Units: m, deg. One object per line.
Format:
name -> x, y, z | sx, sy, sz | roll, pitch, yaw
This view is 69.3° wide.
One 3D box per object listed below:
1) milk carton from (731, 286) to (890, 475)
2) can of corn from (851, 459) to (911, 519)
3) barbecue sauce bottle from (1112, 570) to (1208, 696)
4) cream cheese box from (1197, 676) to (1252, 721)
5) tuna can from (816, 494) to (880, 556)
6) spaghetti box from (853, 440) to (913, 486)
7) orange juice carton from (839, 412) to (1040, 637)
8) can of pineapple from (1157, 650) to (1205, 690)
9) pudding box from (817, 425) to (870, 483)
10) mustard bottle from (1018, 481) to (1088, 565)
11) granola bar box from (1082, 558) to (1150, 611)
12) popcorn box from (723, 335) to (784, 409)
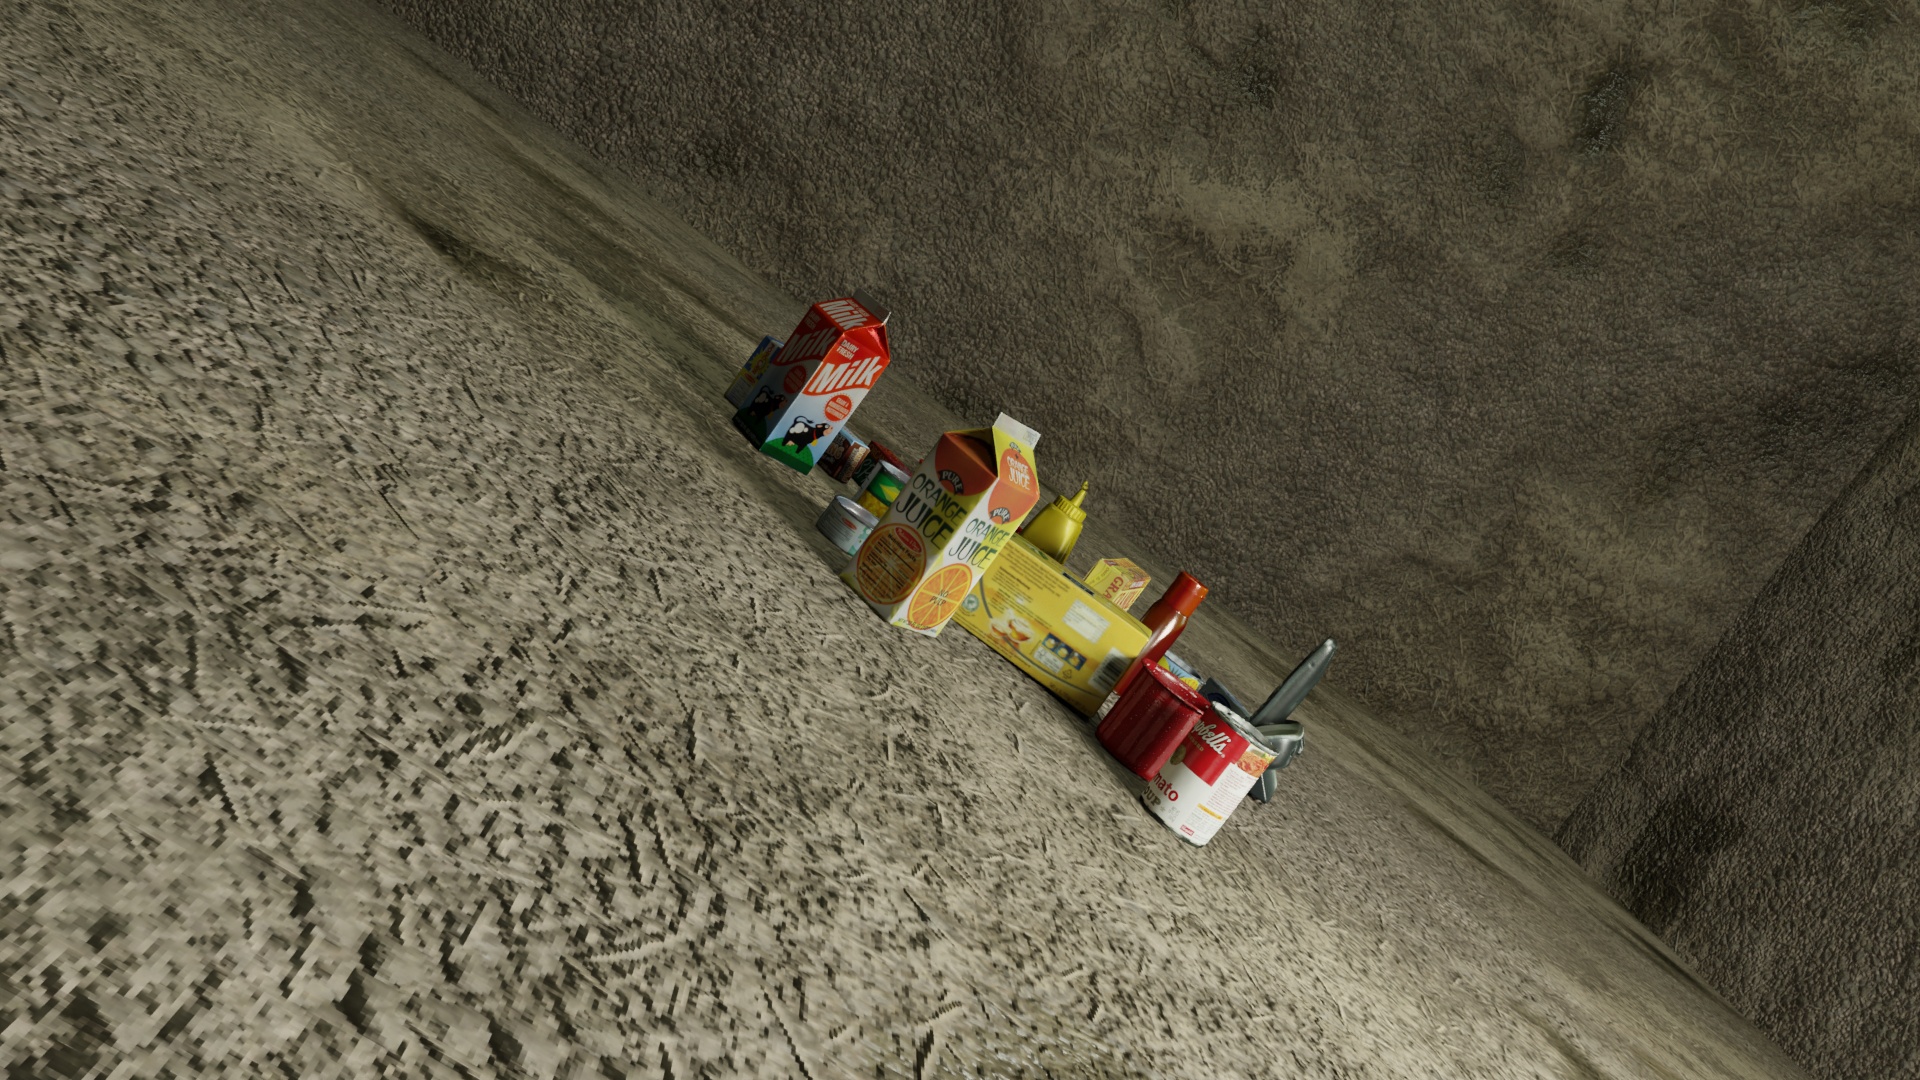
milk carton -> -0.143, -0.171, 1.431 | 0.073, 0.190, 0.072 | 28, 11, -46
can of corn -> -0.073, -0.041, 1.455 | 0.071, 0.058, 0.071 | 36, 8, -6
barbecue sauce bottle -> 0.210, 0.102, 1.504 | 0.044, 0.148, 0.065 | 40, 8, 22
cream cheese box -> 0.307, 0.208, 1.638 | 0.024, 0.053, 0.104 | 33, 9, -24
tuna can -> -0.096, -0.010, 1.279 | 0.071, 0.033, 0.071 | 36, 8, -6
spaghetti box -> -0.056, -0.038, 1.535 | 0.028, 0.050, 0.251 | 30, 10, -38
orange juice carton -> -0.006, -0.019, 1.149 | 0.073, 0.192, 0.072 | 41, 9, 32
can of pineapple -> 0.234, 0.162, 1.582 | 0.071, 0.058, 0.071 | 36, 8, -6
pudding box -> -0.143, -0.107, 1.562 | 0.030, 0.049, 0.084 | 28, 12, -47
mustard bottle -> 0.100, -0.001, 1.581 | 0.065, 0.160, 0.049 | 38, 8, 10
granola bar box -> 0.133, 0.076, 1.416 | 0.039, 0.124, 0.165 | 38, 8, 12
popcorn box -> -0.199, -0.173, 1.579 | 0.038, 0.085, 0.126 | 41, 9, 28
